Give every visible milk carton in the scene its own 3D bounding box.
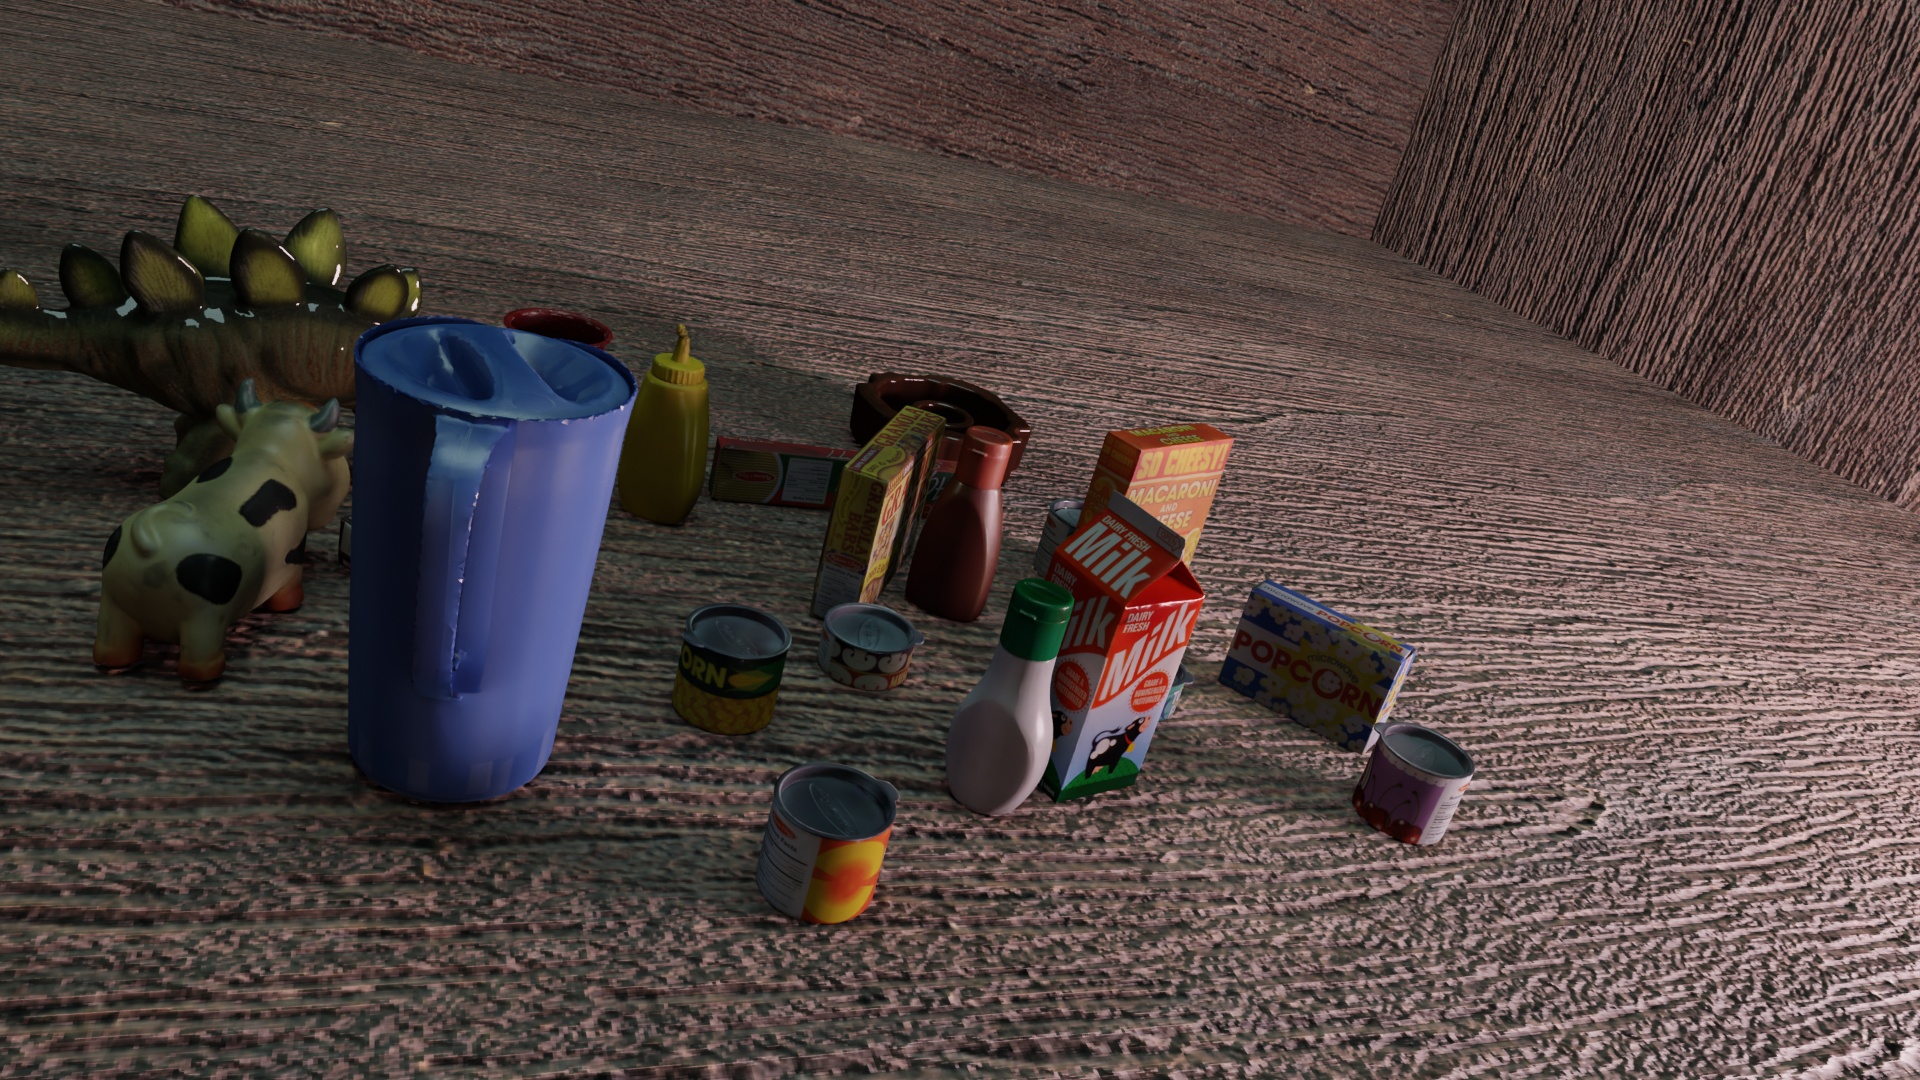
[{"bbox_3d":[0.092,0.067,0.888,0.073,0.189,0.072,-4,30,-38],"label":"milk carton"}]

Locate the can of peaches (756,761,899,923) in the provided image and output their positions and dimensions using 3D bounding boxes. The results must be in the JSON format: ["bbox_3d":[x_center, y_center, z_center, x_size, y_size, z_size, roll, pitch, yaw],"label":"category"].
[{"bbox_3d":[-0.071,0.162,0.745,0.071,0.057,0.071,13,24,-6],"label":"can of peaches"}]

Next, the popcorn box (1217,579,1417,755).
[{"bbox_3d":[0.271,0.095,1.064,0.127,0.084,0.038,27,26,25],"label":"popcorn box"}]

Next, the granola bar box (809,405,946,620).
[{"bbox_3d":[-0.062,-0.022,1.070,0.039,0.123,0.166,18,24,7],"label":"granola bar box"}]

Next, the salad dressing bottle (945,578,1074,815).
[{"bbox_3d":[0.032,0.095,0.843,0.064,0.147,0.044,25,25,22],"label":"salad dressing bottle"}]

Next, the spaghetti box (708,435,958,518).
[{"bbox_3d":[-0.092,-0.051,1.208,0.250,0.050,0.029,5,26,-23],"label":"spaghetti box"}]

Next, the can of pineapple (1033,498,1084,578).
[{"bbox_3d":[0.103,0.004,1.196,0.071,0.057,0.071,13,24,-6],"label":"can of pineapple"}]

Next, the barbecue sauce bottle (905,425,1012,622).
[{"bbox_3d":[0.004,-0.013,1.062,0.065,0.147,0.044,22,24,14],"label":"barbecue sauce bottle"}]

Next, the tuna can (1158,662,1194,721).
[{"bbox_3d":[0.134,0.104,1.027,0.071,0.032,0.071,13,24,-6],"label":"tuna can"}]

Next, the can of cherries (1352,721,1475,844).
[{"bbox_3d":[0.311,0.167,0.965,0.071,0.058,0.072,13,24,-6],"label":"can of cherries"}]

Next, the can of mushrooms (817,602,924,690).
[{"bbox_3d":[-0.063,0.074,0.971,0.071,0.033,0.071,13,24,-6],"label":"can of mushrooms"}]

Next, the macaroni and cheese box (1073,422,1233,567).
[{"bbox_3d":[0.145,-0.011,1.119,0.124,0.165,0.040,-9,33,-44],"label":"macaroni and cheese box"}]

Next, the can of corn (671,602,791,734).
[{"bbox_3d":[-0.147,0.081,0.875,0.071,0.058,0.071,13,24,-6],"label":"can of corn"}]

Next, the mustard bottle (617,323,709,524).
[{"bbox_3d":[-0.225,-0.093,1.083,0.065,0.159,0.049,17,23,3],"label":"mustard bottle"}]
